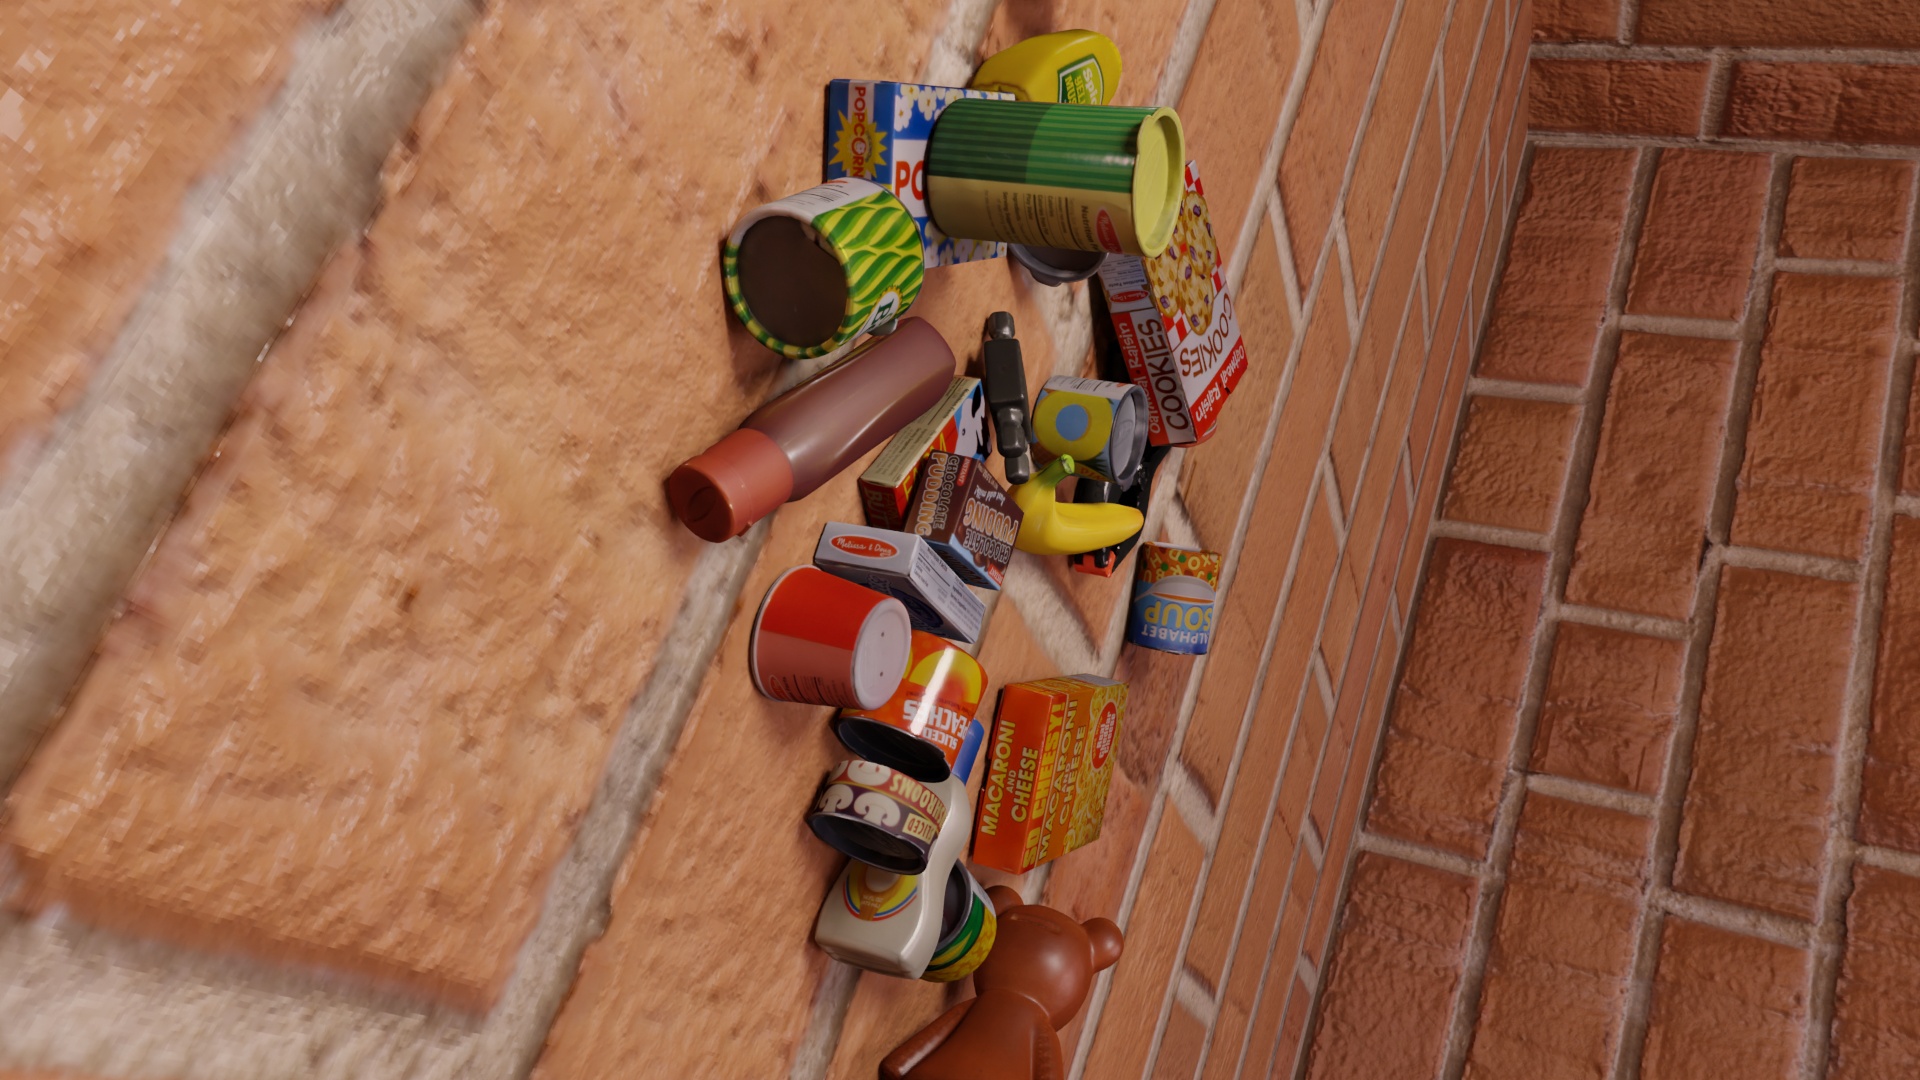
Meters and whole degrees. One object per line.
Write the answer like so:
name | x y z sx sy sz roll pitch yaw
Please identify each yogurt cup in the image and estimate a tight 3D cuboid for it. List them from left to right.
yogurt cup | -0.060 0.049 0.664 0.073 0.054 0.072 -34 130 -55

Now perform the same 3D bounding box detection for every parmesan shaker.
parmesan shaker | 0.043 -0.170 0.640 0.071 0.103 0.071 -38 134 -54

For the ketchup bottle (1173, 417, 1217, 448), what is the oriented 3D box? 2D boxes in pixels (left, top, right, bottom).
ketchup bottle | 0.180 -0.151 1.097 0.065 0.043 0.148 -33 129 -49

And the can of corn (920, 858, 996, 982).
can of corn | -0.019 0.218 0.805 0.071 0.071 0.058 -66 152 -25

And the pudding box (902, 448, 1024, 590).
pudding box | 0.003 -0.009 0.737 0.083 0.030 0.050 45 60 -62

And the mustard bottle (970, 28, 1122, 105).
mustard bottle | 0.056 -0.258 0.788 0.161 0.049 0.065 -50 144 -46

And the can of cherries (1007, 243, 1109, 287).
can of cherries | 0.064 -0.193 0.815 0.059 0.071 0.071 -59 149 -37

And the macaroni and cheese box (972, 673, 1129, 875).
macaroni and cheese box | 0.066 0.161 0.989 0.166 0.040 0.123 7 94 -65

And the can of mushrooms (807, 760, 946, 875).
can of mushrooms | -0.041 0.144 0.722 0.033 0.071 0.070 -65 152 -30

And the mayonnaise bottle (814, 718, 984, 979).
mayonnaise bottle | -0.027 0.165 0.774 0.149 0.065 0.041 -68 149 -31

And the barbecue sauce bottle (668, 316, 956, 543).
barbecue sauce bottle | -0.064 -0.048 0.614 0.043 0.064 0.149 51 46 -1

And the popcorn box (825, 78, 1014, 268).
popcorn box | -0.018 -0.178 0.678 0.127 0.038 0.085 -27 123 -59

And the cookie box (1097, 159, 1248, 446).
cookie box | 0.152 -0.168 0.987 0.123 0.040 0.166 -50 127 -46

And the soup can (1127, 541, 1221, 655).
soup can | 0.176 0.047 1.138 0.071 0.071 0.083 -1 101 -64

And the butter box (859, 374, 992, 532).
butter box | -0.017 -0.041 0.752 0.104 0.024 0.052 -56 146 -41

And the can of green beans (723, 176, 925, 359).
can of green beans | -0.057 -0.115 0.588 0.058 0.071 0.071 -40 135 -52

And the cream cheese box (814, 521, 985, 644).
cream cheese box | -0.029 0.023 0.719 0.103 0.053 0.024 49 55 -59

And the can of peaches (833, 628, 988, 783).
can of peaches | -0.024 0.087 0.735 0.058 0.071 0.071 -65 152 -29

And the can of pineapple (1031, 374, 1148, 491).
can of pineapple | 0.085 -0.071 0.912 0.071 0.058 0.070 -36 131 -55
